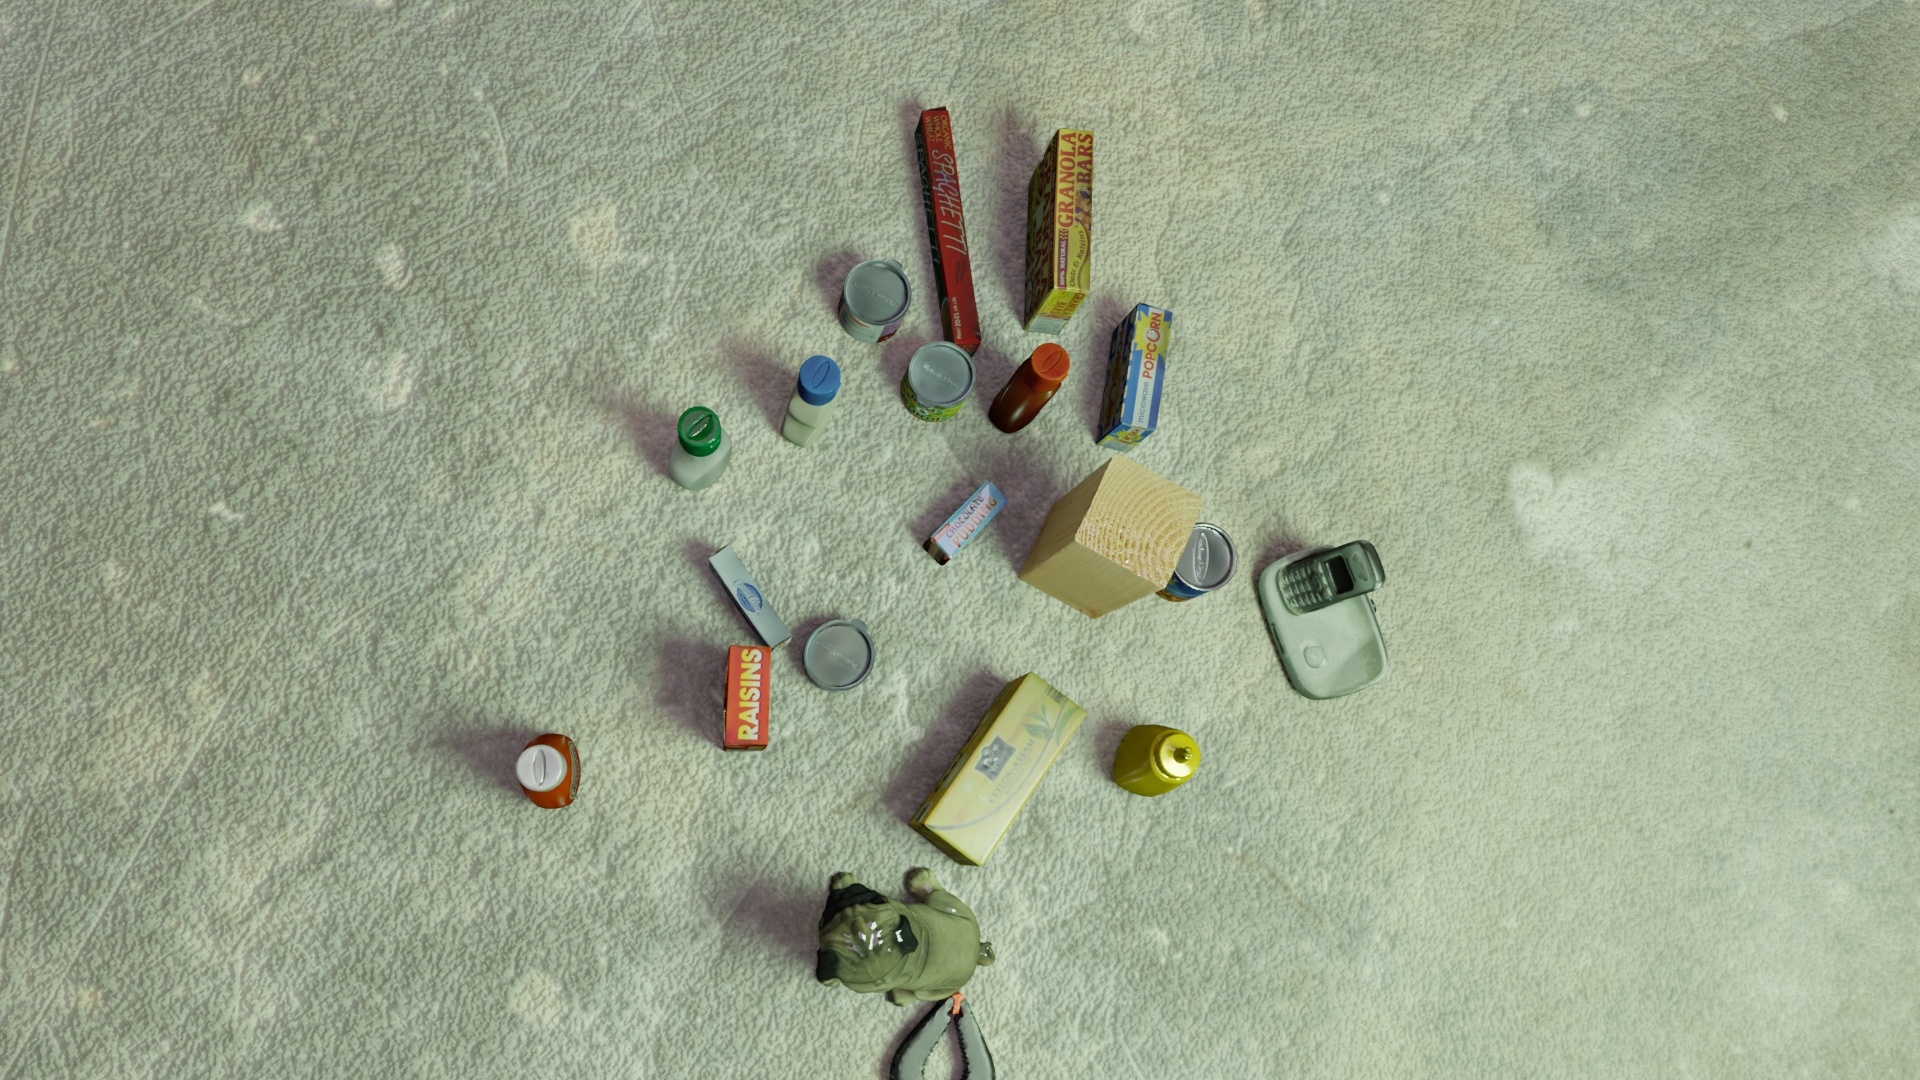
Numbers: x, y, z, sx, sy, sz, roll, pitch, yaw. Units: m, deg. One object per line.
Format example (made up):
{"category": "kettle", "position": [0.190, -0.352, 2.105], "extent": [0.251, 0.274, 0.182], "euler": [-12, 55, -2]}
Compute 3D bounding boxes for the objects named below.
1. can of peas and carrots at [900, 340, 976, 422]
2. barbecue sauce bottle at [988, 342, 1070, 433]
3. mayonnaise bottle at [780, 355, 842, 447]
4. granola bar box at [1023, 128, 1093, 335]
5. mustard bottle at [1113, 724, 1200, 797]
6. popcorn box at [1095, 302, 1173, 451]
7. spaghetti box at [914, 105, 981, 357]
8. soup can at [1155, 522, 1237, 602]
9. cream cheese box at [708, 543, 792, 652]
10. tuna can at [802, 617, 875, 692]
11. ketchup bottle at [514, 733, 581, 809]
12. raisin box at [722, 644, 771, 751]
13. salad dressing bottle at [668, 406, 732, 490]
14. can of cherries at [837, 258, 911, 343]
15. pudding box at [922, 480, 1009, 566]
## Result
{"category": "can of peas and carrots", "position": [-0.023, -0.151, 1.344], "extent": [0.071, 0.058, 0.071], "euler": [2, 79, -10]}
{"category": "barbecue sauce bottle", "position": [0.068, -0.147, 1.315], "extent": [0.043, 0.148, 0.065], "euler": [43, 75, -1]}
{"category": "mayonnaise bottle", "position": [-0.135, -0.131, 1.273], "extent": [0.041, 0.147, 0.065], "euler": [29, 76, -4]}
{"category": "granola bar box", "position": [0.095, -0.300, 1.363], "extent": [0.039, 0.124, 0.166], "euler": [5, 78, -10]}
{"category": "mustard bottle", "position": [0.183, 0.199, 1.261], "extent": [0.049, 0.160, 0.065], "euler": [21, 76, -6]}
{"category": "popcorn box", "position": [0.171, -0.159, 1.370], "extent": [0.038, 0.085, 0.127], "euler": [12, 77, -8]}
{"category": "spaghetti box", "position": [-0.013, -0.306, 1.382], "extent": [0.029, 0.050, 0.250], "euler": [-6, 80, -12]}
{"category": "soup can", "position": [0.219, 0.022, 1.343], "extent": [0.071, 0.083, 0.071], "euler": [2, 79, -10]}
{"category": "cream cheese box", "position": [-0.193, 0.055, 1.273], "extent": [0.024, 0.053, 0.104], "euler": [-34, 87, -15]}
{"category": "tuna can", "position": [-0.112, 0.106, 1.289], "extent": [0.071, 0.032, 0.071], "euler": [2, 79, -10]}
{"category": "ketchup bottle", "position": [-0.347, 0.193, 1.167], "extent": [0.043, 0.148, 0.065], "euler": [-2, 80, -11]}
{"category": "raisin box", "position": [-0.189, 0.140, 1.221], "extent": [0.040, 0.123, 0.086], "euler": [3, 79, -10]}
{"category": "salad dressing bottle", "position": [-0.233, -0.084, 1.245], "extent": [0.044, 0.147, 0.064], "euler": [44, 75, 0]}
{"category": "can of cherries", "position": [-0.082, -0.233, 1.350], "extent": [0.071, 0.058, 0.071], "euler": [2, 79, -10]}
{"category": "pudding box", "position": [0.005, -0.017, 1.328], "extent": [0.030, 0.049, 0.084], "euler": [45, 75, 0]}
